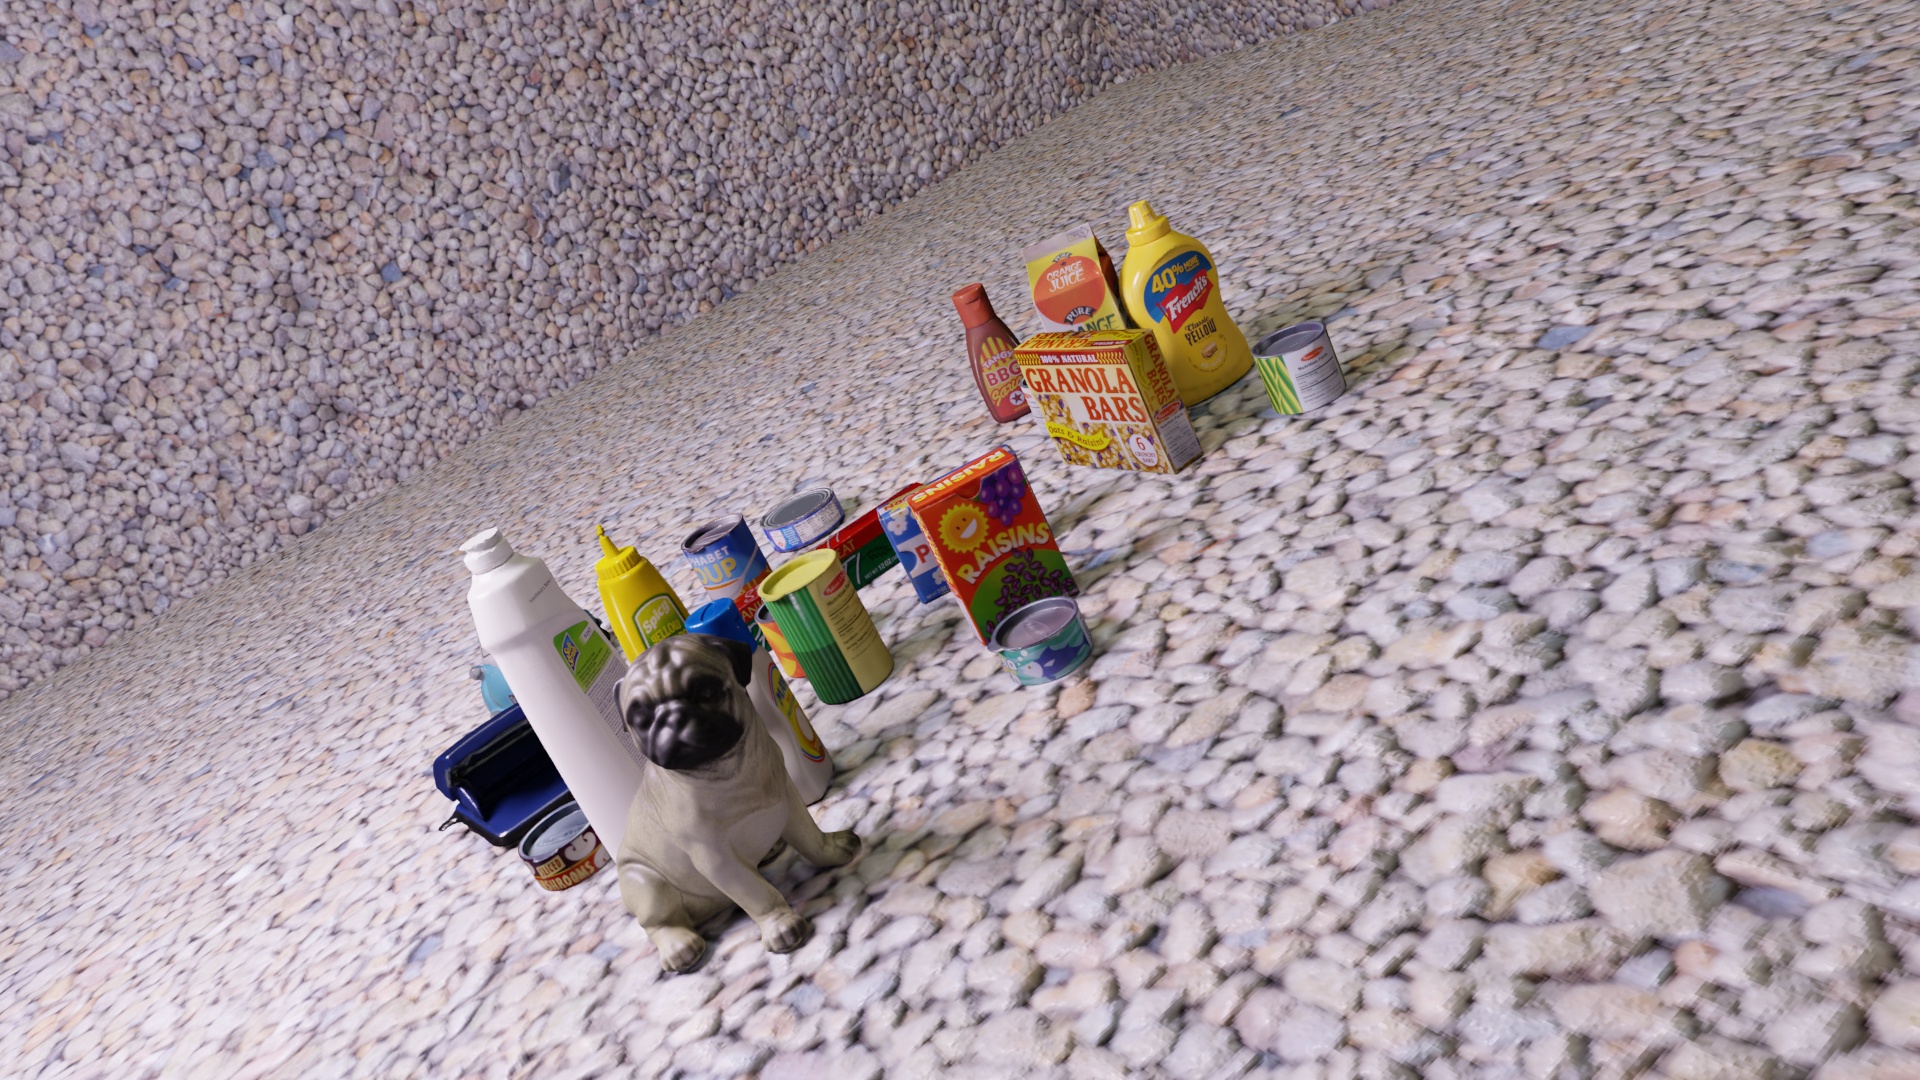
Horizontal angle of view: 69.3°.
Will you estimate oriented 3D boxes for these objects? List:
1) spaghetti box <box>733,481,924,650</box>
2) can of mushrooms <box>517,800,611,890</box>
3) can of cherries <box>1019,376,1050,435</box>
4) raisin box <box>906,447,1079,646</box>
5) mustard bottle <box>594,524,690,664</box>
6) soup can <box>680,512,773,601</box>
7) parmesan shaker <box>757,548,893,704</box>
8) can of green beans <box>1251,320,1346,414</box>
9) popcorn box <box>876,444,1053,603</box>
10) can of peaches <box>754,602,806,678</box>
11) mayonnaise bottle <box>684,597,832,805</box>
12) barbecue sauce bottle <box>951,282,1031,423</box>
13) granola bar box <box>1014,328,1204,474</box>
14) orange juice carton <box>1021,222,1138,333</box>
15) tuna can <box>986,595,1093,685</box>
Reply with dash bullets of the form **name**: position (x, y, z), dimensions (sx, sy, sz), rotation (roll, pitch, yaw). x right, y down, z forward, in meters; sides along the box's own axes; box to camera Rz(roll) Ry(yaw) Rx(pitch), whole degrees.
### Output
- **spaghetti box**: position (-0.122, 0.032, 1.253), dimensions (0.251, 0.050, 0.028), rotation (-35, 22, -22)
- **can of mushrooms**: position (-0.284, 0.221, 1.007), dimensions (0.071, 0.033, 0.071), rotation (-22, 21, 9)
- **can of cherries**: position (0.104, -0.148, 1.414), dimensions (0.071, 0.058, 0.072), rotation (-23, 20, 9)
- **raisin box**: position (0.024, 0.004, 1.043), dimensions (0.086, 0.123, 0.040), rotation (-28, 20, -7)
- **mustard bottle**: position (-0.282, 0.057, 1.223), dimensions (0.065, 0.159, 0.049), rotation (-38, 23, -29)
- **soup can**: position (-0.221, 0.027, 1.333), dimensions (0.071, 0.083, 0.071), rotation (-23, 20, 9)
- **parmesan shaker**: position (-0.104, 0.068, 1.068), dimensions (0.071, 0.102, 0.071), rotation (-23, 20, 9)
- **can of green beans**: position (0.291, -0.148, 1.194), dimensions (0.071, 0.057, 0.071), rotation (-23, 20, 9)
- **popcorn box**: position (0.004, -0.015, 1.168), dimensions (0.127, 0.085, 0.038), rotation (-27, 20, -3)
- **can of peaches**: position (-0.127, 0.073, 1.149), dimensions (0.071, 0.058, 0.071), rotation (-23, 20, 9)
- **mayonnaise bottle**: position (-0.136, 0.109, 0.942), dimensions (0.041, 0.147, 0.065), rotation (-23, 20, 9)
- **barbecue sauce bottle**: position (0.036, -0.204, 1.498), dimensions (0.065, 0.148, 0.044), rotation (-25, 20, 2)
- **granola bar box**: position (0.128, -0.124, 1.232), dimensions (0.039, 0.124, 0.165), rotation (-35, 22, -23)
- **orange juice carton**: position (0.127, -0.202, 1.325), dimensions (0.071, 0.192, 0.073), rotation (-19, 21, 19)
- **tuna can**: position (0.056, 0.071, 0.973), dimensions (0.071, 0.032, 0.071), rotation (-22, 21, 9)
